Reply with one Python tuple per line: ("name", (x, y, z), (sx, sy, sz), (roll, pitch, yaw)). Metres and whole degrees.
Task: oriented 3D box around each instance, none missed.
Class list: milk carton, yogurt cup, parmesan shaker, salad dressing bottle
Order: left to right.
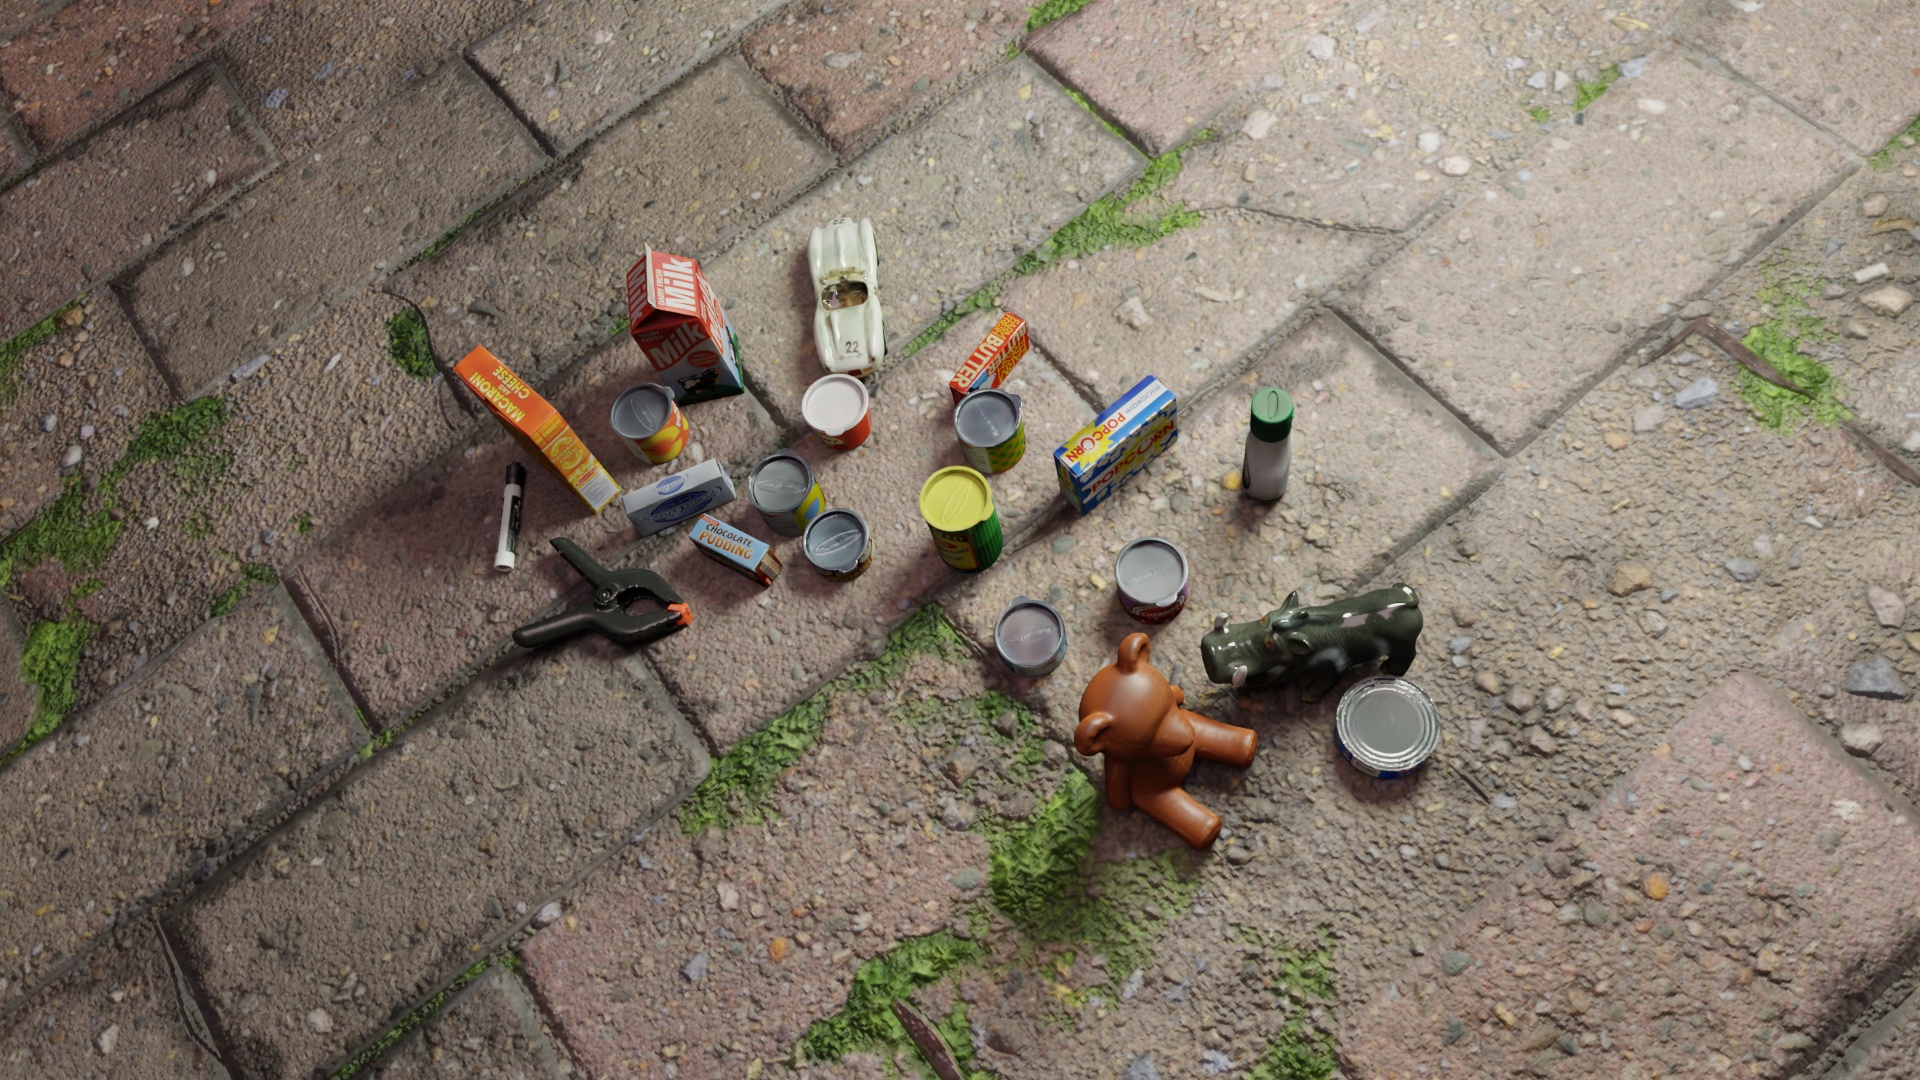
("milk carton", (-0.281, -0.216, 1.395), (0.073, 0.190, 0.072), (-12, 64, 4))
("yogurt cup", (-0.122, -0.127, 1.404), (0.072, 0.053, 0.072), (-4, 65, 8))
("parmesan shaker", (0.005, -0.016, 1.304), (0.071, 0.102, 0.071), (-4, 65, 8))
("salad dressing bottle", (0.281, -0.088, 1.268), (0.044, 0.147, 0.064), (6, 67, 12))

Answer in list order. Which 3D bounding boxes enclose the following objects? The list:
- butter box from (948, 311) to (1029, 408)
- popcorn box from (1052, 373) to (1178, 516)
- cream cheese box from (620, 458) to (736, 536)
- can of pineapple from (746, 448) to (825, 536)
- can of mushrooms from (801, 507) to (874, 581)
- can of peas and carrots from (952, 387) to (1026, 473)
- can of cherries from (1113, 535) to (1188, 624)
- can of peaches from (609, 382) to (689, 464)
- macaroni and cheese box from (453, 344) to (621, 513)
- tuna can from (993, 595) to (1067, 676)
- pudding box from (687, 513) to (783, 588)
("butter box", (0.030, -0.177, 1.403), (0.024, 0.053, 0.104), (32, 74, 21))
("popcorn box", (0.150, -0.091, 1.325), (0.127, 0.085, 0.038), (-39, 65, -9))
("cream cheese box", (-0.281, -0.043, 1.391), (0.104, 0.053, 0.024), (-23, 64, -2))
("can of pineapple", (-0.170, -0.046, 1.371), (0.071, 0.057, 0.071), (-4, 65, 8))
("can of mushrooms", (-0.118, 0.007, 1.352), (0.071, 0.033, 0.071), (-4, 65, 8))
("can of peas and carrots", (0.032, -0.109, 1.368), (0.071, 0.058, 0.071), (-4, 65, 8))
("can of cherries", (0.176, 0.040, 1.275), (0.071, 0.058, 0.072), (-4, 65, 8))
("can of peaches", (-0.317, -0.121, 1.430), (0.071, 0.058, 0.071), (-4, 65, 8))
("macaroni and cheese box", (-0.418, -0.107, 1.380), (0.124, 0.166, 0.040), (38, 77, 22))
("tuna can", (0.064, 0.089, 1.284), (0.071, 0.032, 0.071), (-4, 65, 8))
("pudding box", (-0.220, 0.010, 1.358), (0.084, 0.049, 0.030), (26, 72, 19))
